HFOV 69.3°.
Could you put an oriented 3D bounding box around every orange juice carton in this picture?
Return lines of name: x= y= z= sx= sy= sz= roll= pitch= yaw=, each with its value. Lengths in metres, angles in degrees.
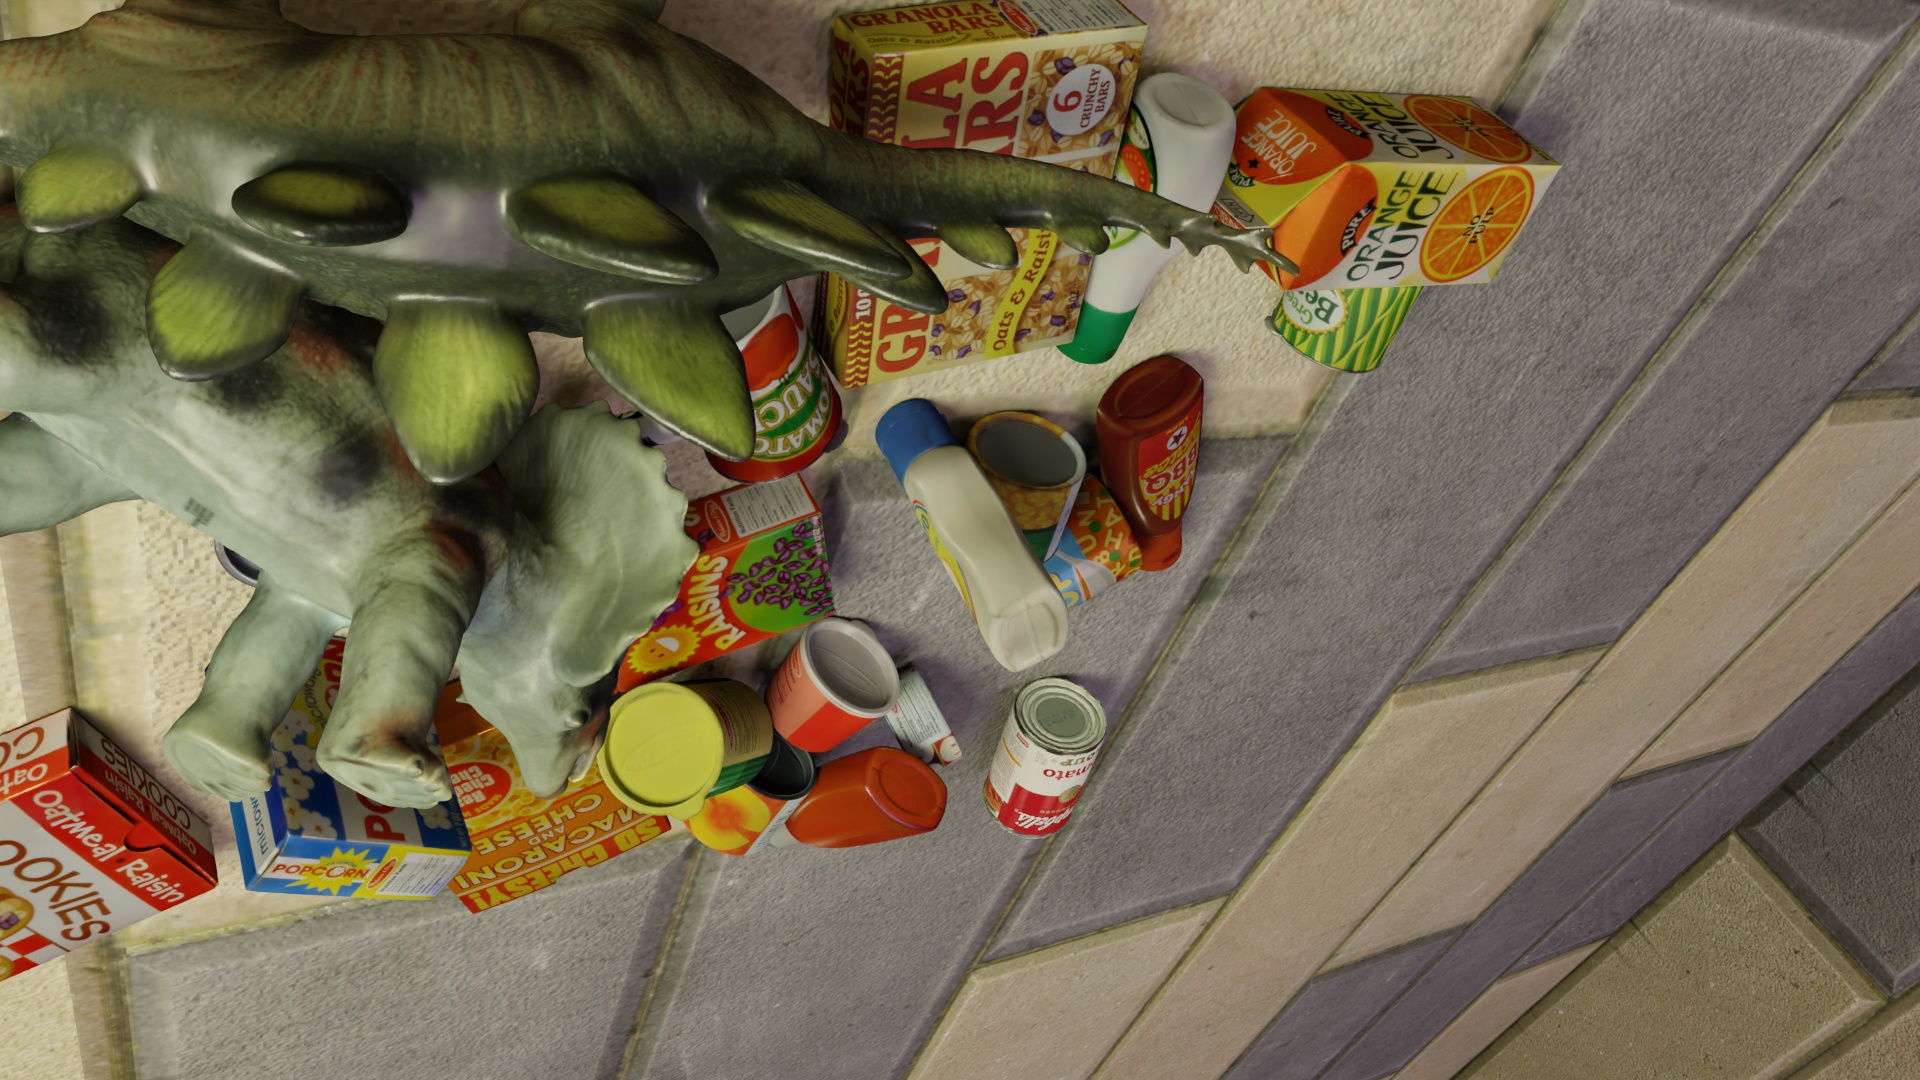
orange juice carton: x=0.195 y=-0.174 z=0.688 sx=0.193 sy=0.072 sz=0.072 roll=-8 pitch=138 yaw=-30

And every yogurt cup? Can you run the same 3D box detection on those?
yogurt cup: x=-0.077 y=0.087 z=0.807 sx=0.072 sy=0.072 sz=0.053 roll=12 pitch=134 yaw=-44

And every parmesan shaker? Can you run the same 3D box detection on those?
parmesan shaker: x=-0.144 y=0.111 z=0.746 sx=0.071 sy=0.071 sz=0.103 roll=-34 pitch=172 yaw=3

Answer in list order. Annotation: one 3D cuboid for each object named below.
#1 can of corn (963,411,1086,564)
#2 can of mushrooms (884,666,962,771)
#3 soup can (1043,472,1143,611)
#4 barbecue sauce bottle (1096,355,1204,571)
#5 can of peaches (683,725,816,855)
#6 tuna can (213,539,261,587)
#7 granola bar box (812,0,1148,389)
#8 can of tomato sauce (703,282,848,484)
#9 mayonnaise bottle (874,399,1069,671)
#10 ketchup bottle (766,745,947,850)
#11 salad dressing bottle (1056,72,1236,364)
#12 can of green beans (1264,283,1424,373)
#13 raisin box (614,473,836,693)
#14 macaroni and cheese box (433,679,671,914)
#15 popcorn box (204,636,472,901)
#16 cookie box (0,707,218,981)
can of corn: x=0.026 y=-0.028 z=0.745 sx=0.071 sy=0.071 sz=0.058 roll=-10 pitch=138 yaw=-27
can of mushrooms: x=-0.027 y=0.115 z=0.876 sx=0.033 sy=0.071 sz=0.070 roll=-29 pitch=144 yaw=-6
soup can: x=0.056 y=0.011 z=0.807 sx=0.084 sy=0.071 sz=0.071 roll=-30 pitch=144 yaw=-3
barbecue sauce bottle: x=0.111 y=-0.038 z=0.812 sx=0.065 sy=0.044 sz=0.147 roll=-38 pitch=148 yaw=-19
can of peaches: x=-0.131 y=0.146 z=0.838 sx=0.071 sy=0.071 sz=0.057 roll=9 pitch=128 yaw=-43
tuna can: x=-0.273 y=-0.013 z=0.569 sx=0.071 sy=0.033 sz=0.070 roll=-20 pitch=143 yaw=-16
granola bar box: x=0.003 y=-0.150 z=0.604 sx=0.124 sy=0.039 sz=0.164 roll=-15 pitch=142 yaw=-23
can of tomato sauce: x=-0.093 y=-0.074 z=0.597 sx=0.071 sy=0.071 sz=0.082 roll=-28 pitch=144 yaw=-5
mayonnaise bottle: x=0.002 y=-0.008 z=0.678 sx=0.041 sy=0.148 sz=0.064 roll=-27 pitch=144 yaw=-6
ketchup bottle: x=-0.076 y=0.166 z=0.867 sx=0.064 sy=0.044 sz=0.148 roll=36 pitch=143 yaw=-25
salad dressing bottle: x=0.080 y=-0.145 z=0.652 sx=0.044 sy=0.064 sz=0.146 roll=-7 pitch=146 yaw=-22
can of green beans: x=0.211 y=-0.133 z=0.754 sx=0.071 sy=0.071 sz=0.057 roll=-8 pitch=138 yaw=-29
raisin box: x=-0.130 y=0.022 z=0.711 sx=0.124 sy=0.040 sz=0.085 roll=-20 pitch=144 yaw=-15
macaroni and cheese box: x=-0.240 y=0.134 z=0.762 sx=0.124 sy=0.040 sz=0.165 roll=-22 pitch=143 yaw=-12
popcorn box: x=-0.278 y=0.098 z=0.618 sx=0.038 sy=0.127 sz=0.085 roll=-49 pitch=141 yaw=18
cookie box: x=-0.452 y=0.155 z=0.631 sx=0.168 sy=0.040 sz=0.122 roll=-23 pitch=144 yaw=-12
